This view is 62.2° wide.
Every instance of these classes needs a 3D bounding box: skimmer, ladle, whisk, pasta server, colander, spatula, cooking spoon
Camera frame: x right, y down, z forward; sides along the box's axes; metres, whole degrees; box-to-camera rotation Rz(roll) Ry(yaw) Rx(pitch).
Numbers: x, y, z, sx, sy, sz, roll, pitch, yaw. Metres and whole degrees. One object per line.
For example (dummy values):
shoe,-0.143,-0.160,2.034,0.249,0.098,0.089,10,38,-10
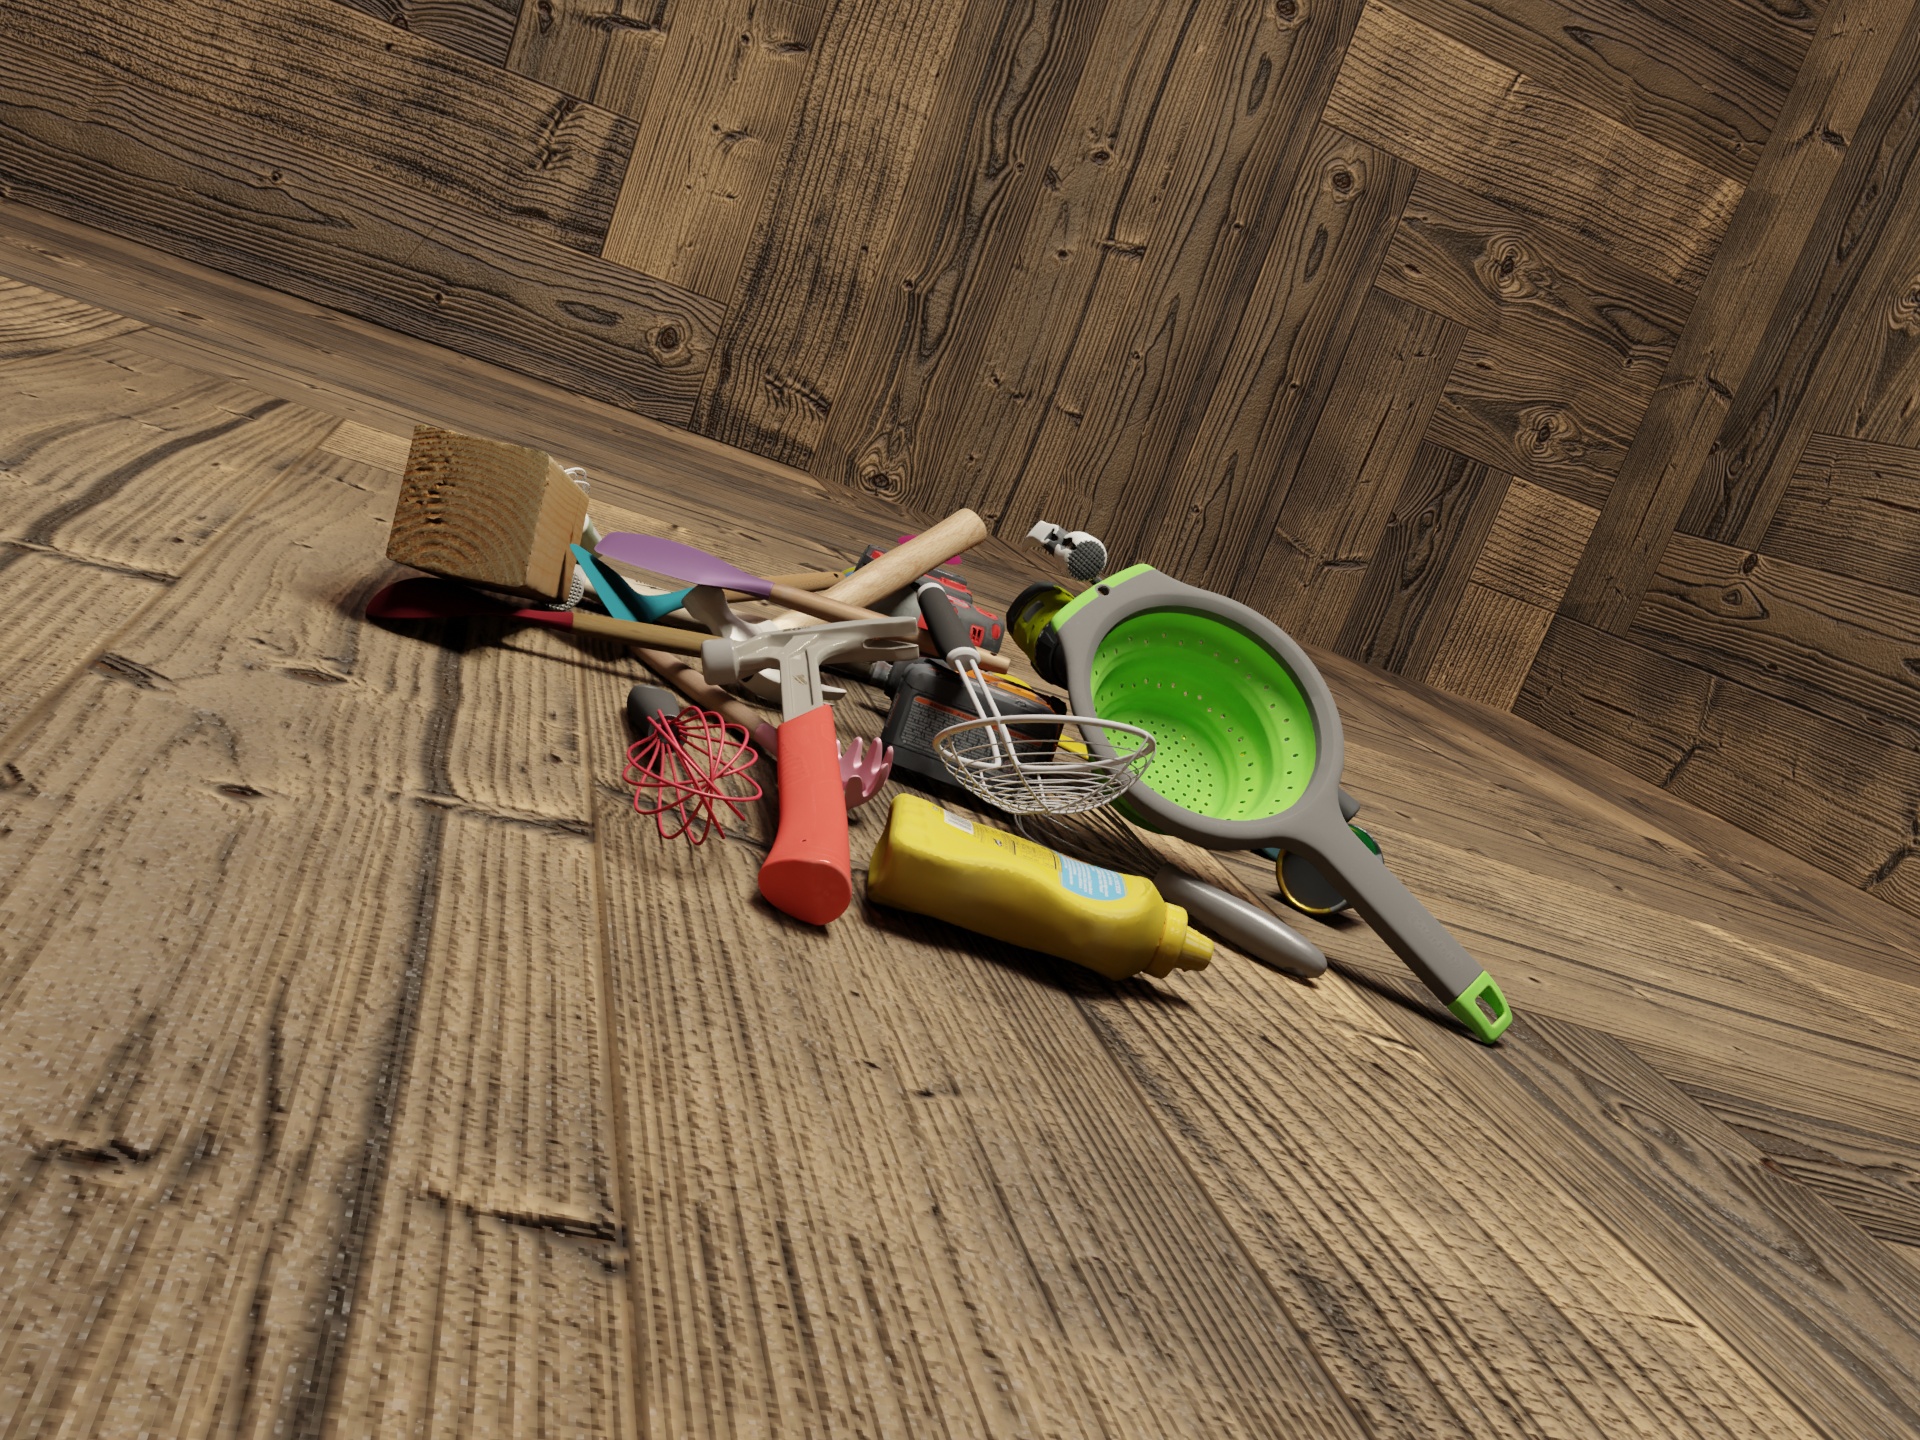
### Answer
skimmer,0.021,-0.040,1.024,0.127,0.090,0.364,5,25,-15
ladle,-0.245,-0.062,1.102,0.315,0.031,0.069,9,10,-27
whisk,0.132,0.101,1.039,0.239,0.055,0.055,30,14,22
pasta server,-0.147,-0.008,1.075,0.060,0.040,0.316,-19,32,-32
colander,0.207,0.073,1.088,0.204,0.094,0.397,-32,74,-35
spatula,-0.187,-0.107,1.275,0.317,0.044,0.082,-15,67,-55
spatula,-0.114,-0.088,1.175,0.316,0.018,0.060,18,28,2
whisk,-0.335,-0.175,1.376,0.058,0.059,0.246,55,-7,2
whisk,-0.166,0.012,0.916,0.073,0.073,0.296,17,5,-19
cooking spoon,-0.040,-0.162,1.529,0.069,0.017,0.319,22,10,2

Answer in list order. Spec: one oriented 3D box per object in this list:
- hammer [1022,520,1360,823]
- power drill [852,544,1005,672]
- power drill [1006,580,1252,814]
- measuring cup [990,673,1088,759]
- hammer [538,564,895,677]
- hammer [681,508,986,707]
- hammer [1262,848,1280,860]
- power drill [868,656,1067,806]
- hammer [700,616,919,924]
hammer,0.203,-0.033,1.342,0.408,0.036,0.149,40,2,-24
power drill,-0.045,-0.102,1.465,0.143,0.078,0.220,19,8,-11
power drill,0.139,-0.009,1.263,0.228,0.080,0.191,42,6,-18
measuring cup,0.082,0.000,1.442,0.157,0.029,0.062,28,25,22
hammer,-0.173,-0.078,1.367,0.410,0.038,0.146,15,11,-26
hammer,-0.077,-0.106,1.300,0.130,0.031,0.331,52,43,2
hammer,0.214,0.041,1.437,0.128,0.033,0.331,32,9,-27
power drill,-0.002,-0.004,1.214,0.164,0.084,0.226,20,7,1
hammer,-0.081,0.015,0.940,0.149,0.036,0.359,-6,23,-5
